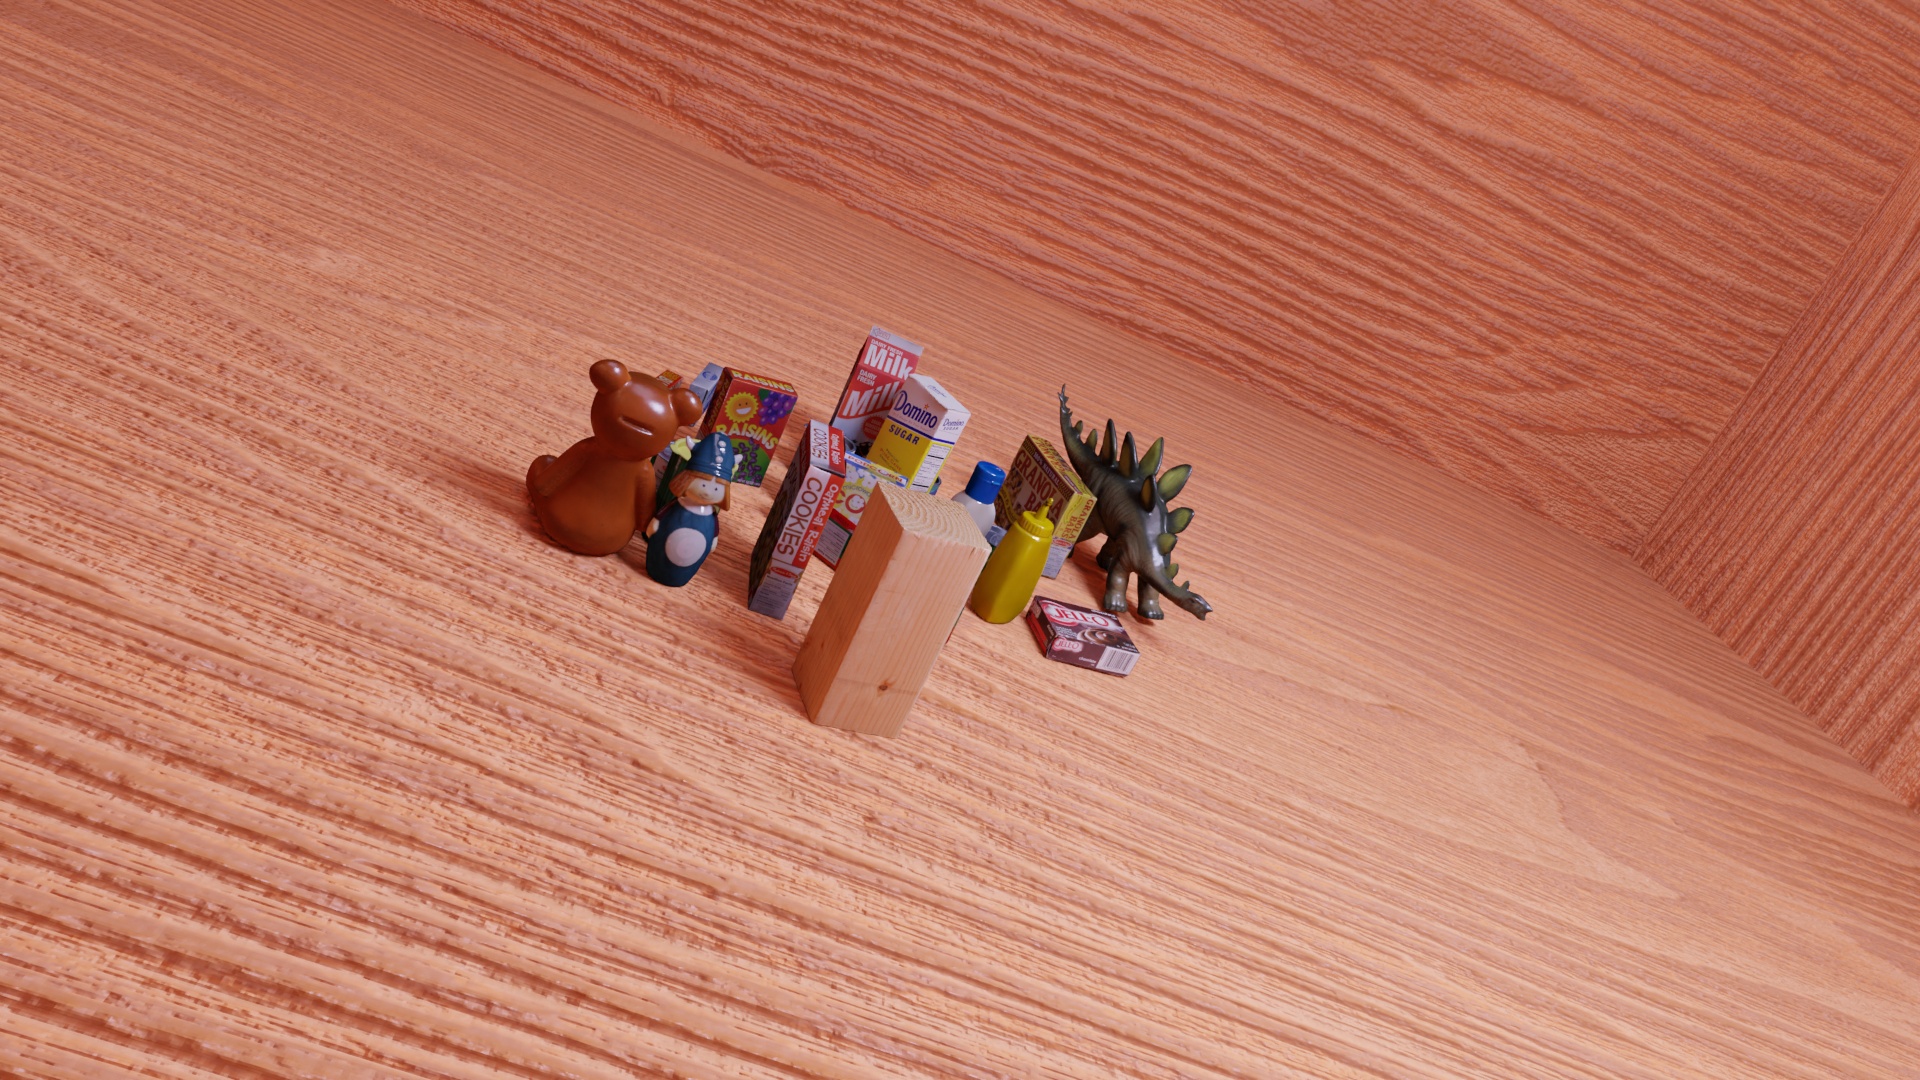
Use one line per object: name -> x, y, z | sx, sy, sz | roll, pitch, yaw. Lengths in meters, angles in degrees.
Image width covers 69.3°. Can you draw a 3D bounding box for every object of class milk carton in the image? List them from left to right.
milk carton -> -0.115, -0.173, 1.756 | 0.072, 0.189, 0.074 | 22, 21, -11

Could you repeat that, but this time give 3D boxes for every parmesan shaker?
parmesan shaker -> -0.274, -0.042, 1.387 | 0.071, 0.102, 0.071 | 23, 21, -9

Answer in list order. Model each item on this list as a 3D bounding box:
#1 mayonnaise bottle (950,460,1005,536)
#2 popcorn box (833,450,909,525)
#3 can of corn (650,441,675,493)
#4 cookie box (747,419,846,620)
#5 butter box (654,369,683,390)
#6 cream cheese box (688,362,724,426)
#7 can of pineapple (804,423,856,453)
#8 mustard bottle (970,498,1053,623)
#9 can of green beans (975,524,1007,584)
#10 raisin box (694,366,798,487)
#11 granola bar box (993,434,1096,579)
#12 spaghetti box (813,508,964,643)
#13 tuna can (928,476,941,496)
mayonnaise bottle -> 0.006, -0.020, 1.595 | 0.065, 0.147, 0.041 | 11, 25, -35
popcorn box -> -0.135, -0.057, 1.606 | 0.127, 0.085, 0.038 | 24, 21, -5
can of corn -> -0.300, -0.065, 1.473 | 0.071, 0.058, 0.071 | 23, 21, -9
cookie box -> -0.162, -0.023, 1.381 | 0.040, 0.166, 0.123 | 20, 21, -15
butter box -> -0.361, -0.164, 1.643 | 0.024, 0.053, 0.104 | 25, 21, -2
cream cheese box -> -0.322, -0.183, 1.730 | 0.024, 0.053, 0.104 | 24, 21, -7
can of pineapple -> -0.171, -0.103, 1.712 | 0.071, 0.057, 0.071 | 23, 21, -9
mustard bottle -> 0.067, 0.018, 1.560 | 0.065, 0.159, 0.049 | 0, 33, -50
can of green beans -> 0.033, 0.019, 1.661 | 0.071, 0.057, 0.071 | 23, 21, -9
raisin box -> -0.250, -0.130, 1.592 | 0.086, 0.123, 0.040 | 13, 24, -32
granola bar box -> 0.103, -0.046, 1.801 | 0.039, 0.123, 0.166 | 15, 24, -29
spaghetti box -> -0.101, 0.026, 1.501 | 0.250, 0.050, 0.029 | 36, 23, 24
tuna can -> -0.060, -0.076, 1.812 | 0.071, 0.032, 0.071 | 23, 21, -9
